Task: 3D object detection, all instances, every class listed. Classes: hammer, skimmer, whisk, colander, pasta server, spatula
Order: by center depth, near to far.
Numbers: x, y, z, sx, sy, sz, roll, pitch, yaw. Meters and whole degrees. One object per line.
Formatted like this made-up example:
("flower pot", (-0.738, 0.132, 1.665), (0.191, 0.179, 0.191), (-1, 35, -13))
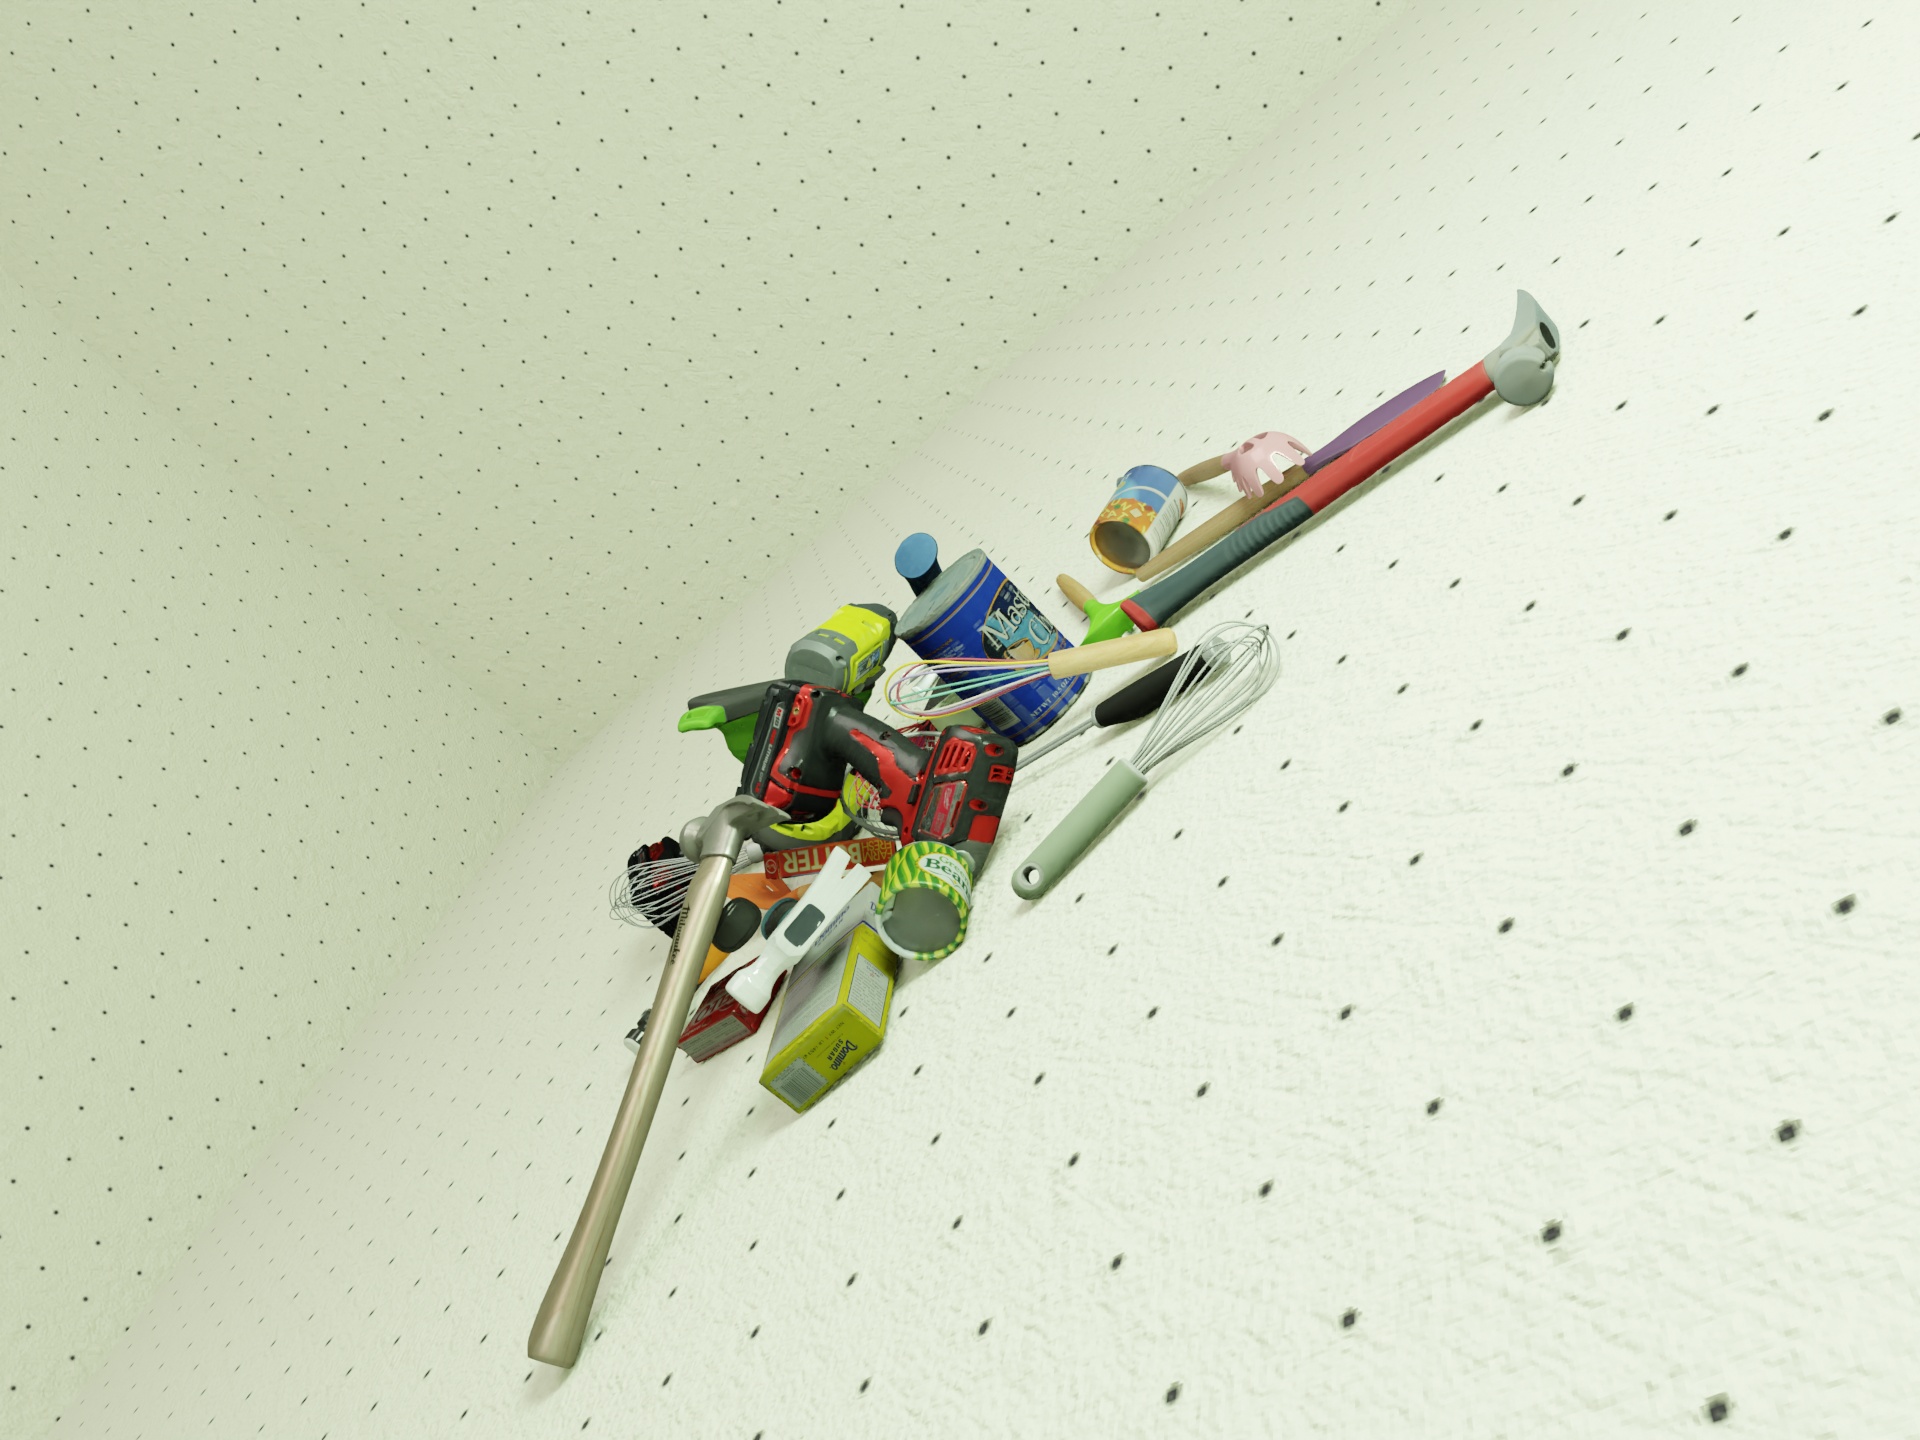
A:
("whisk", (0.121, 0.028, 1.062), (0.246, 0.058, 0.059), (-47, -20, 5))
("hammer", (-0.219, 0.248, 1.139), (0.146, 0.038, 0.411), (-23, 46, 57))
("hammer", (0.275, -0.181, 1.206), (0.386, 0.038, 0.143), (-35, 17, 35))
("skimmer", (0.047, 0.002, 1.228), (0.363, 0.090, 0.127), (-32, 21, 42))
("hammer", (-0.134, 0.160, 1.248), (0.128, 0.033, 0.331), (-50, 3, -10))
("whisk", (0.051, -0.041, 1.263), (0.245, 0.047, 0.051), (-12, -4, 19))
("spatula", (0.265, -0.196, 1.313), (0.316, 0.018, 0.060), (-33, 14, 36))
("hammer", (-0.219, 0.206, 1.369), (0.127, 0.034, 0.336), (-56, 4, -29))
("pasta server", (0.235, -0.220, 1.406), (0.060, 0.040, 0.316), (-40, 6, -1))
("spatula", (-0.130, 0.144, 1.422), (0.081, 0.041, 0.322), (-2, -8, -34))
("whisk", (-0.036, 0.012, 1.506), (0.073, 0.073, 0.296), (-38, 10, 27))
("colander", (-0.185, 0.015, 1.544), (0.204, 0.094, 0.397), (-9, 5, 12))
("hammer", (-0.024, -0.110, 1.556), (0.144, 0.035, 0.405), (-49, -9, -2))
("whisk", (-0.230, 0.141, 1.590), (0.284, 0.070, 0.070), (-22, 21, 14))

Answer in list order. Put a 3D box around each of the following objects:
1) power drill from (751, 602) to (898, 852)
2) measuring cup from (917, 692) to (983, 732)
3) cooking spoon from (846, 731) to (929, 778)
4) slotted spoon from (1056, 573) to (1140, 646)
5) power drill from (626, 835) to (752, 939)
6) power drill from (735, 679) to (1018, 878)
("power drill", (-0.114, 0.006, 1.451), (0.171, 0.080, 0.223), (-44, -28, -61))
("measuring cup", (-0.002, -0.005, 1.409), (0.083, 0.038, 0.167), (-37, 0, 18))
("cooking spoon", (-0.120, 0.059, 1.679), (0.319, 0.017, 0.069), (-24, 28, 55))
("slotted spoon", (0.119, -0.110, 1.468), (0.070, 0.031, 0.314), (-44, 13, 5))
("power drill", (-0.244, 0.133, 1.691), (0.226, 0.080, 0.188), (-41, 28, 5))
("power drill", (-0.064, 0.055, 1.227), (0.220, 0.078, 0.143), (18, 93, 36))
